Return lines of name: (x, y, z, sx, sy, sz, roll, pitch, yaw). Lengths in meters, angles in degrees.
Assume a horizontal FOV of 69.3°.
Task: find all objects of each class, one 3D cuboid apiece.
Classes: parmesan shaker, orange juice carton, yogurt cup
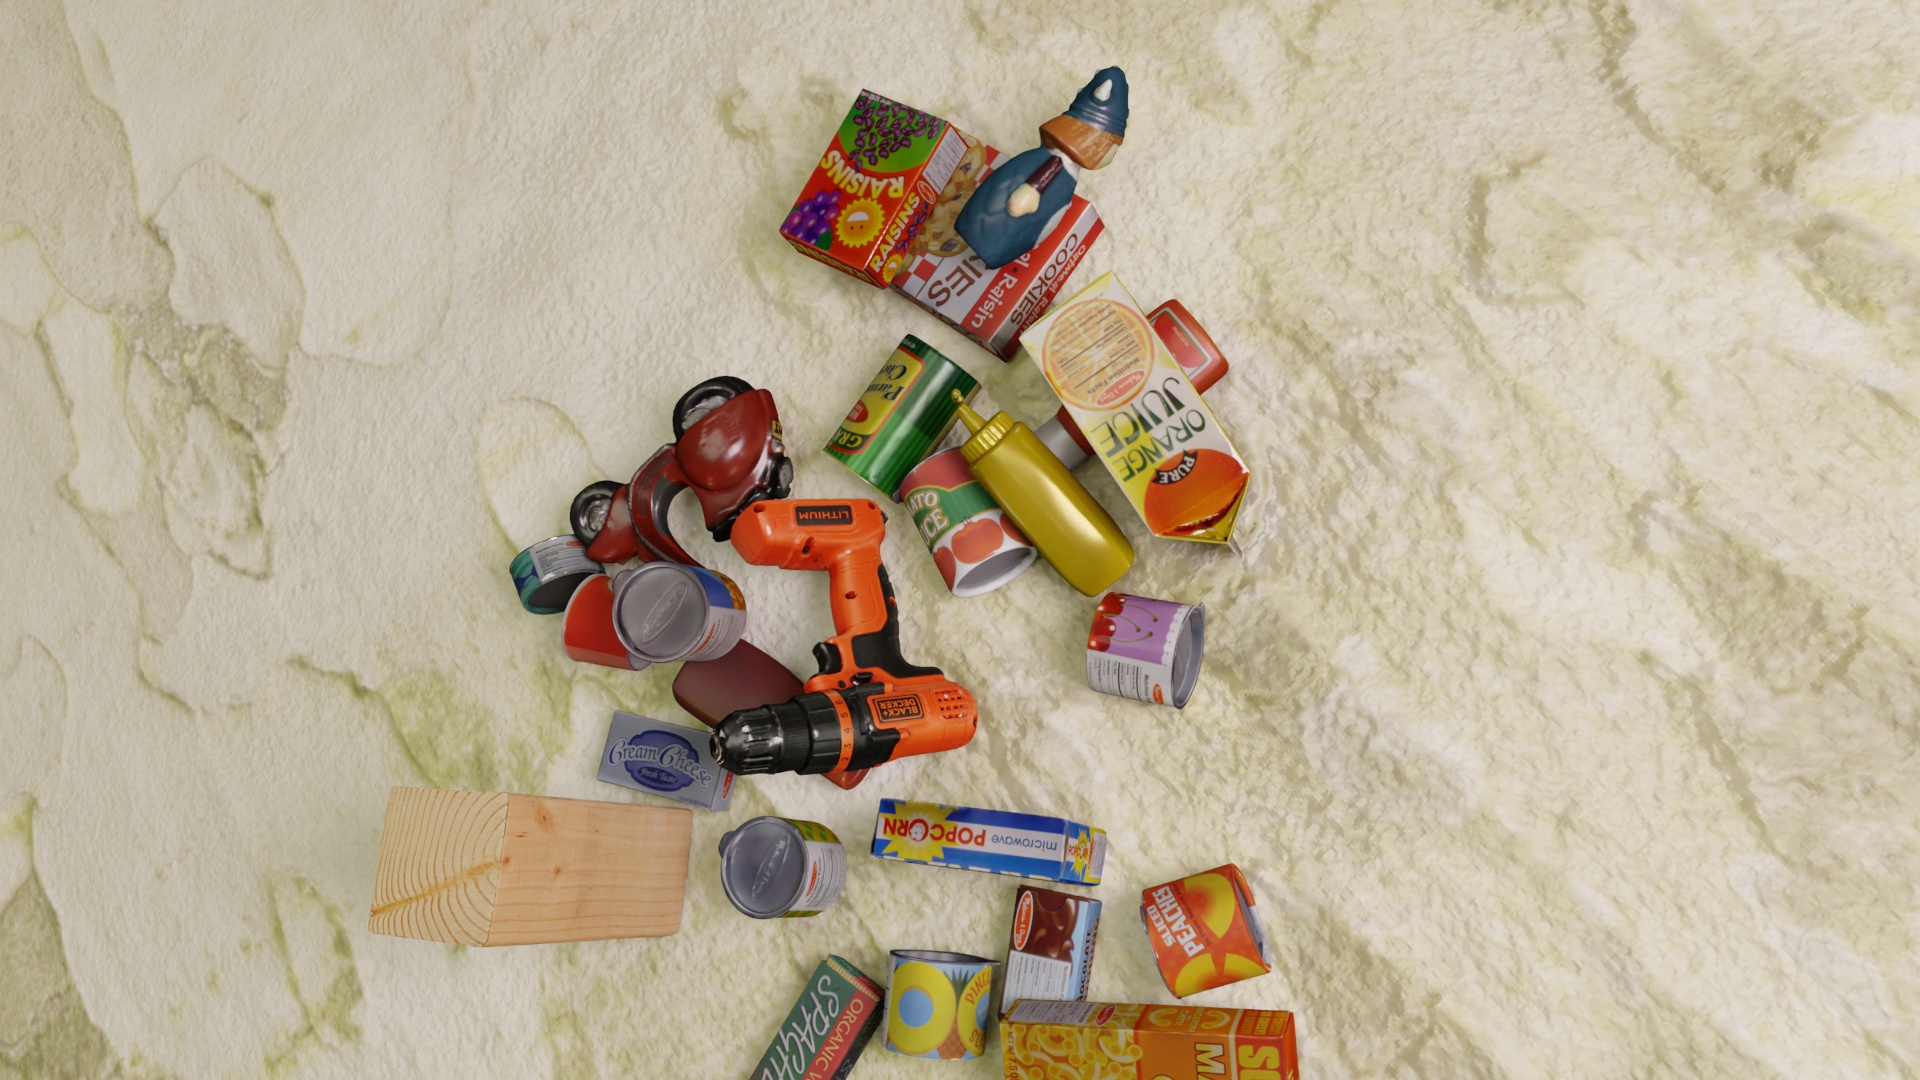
parmesan shaker: (-0.042, -0.087, 0.981, 0.071, 0.071, 0.103, 36, 91, 25)
orange juice carton: (0.122, -0.068, 0.873, 0.073, 0.072, 0.192, -35, 87, 10)
yogurt cup: (-0.253, 0.063, 1.025, 0.054, 0.072, 0.072, 15, 82, 16)

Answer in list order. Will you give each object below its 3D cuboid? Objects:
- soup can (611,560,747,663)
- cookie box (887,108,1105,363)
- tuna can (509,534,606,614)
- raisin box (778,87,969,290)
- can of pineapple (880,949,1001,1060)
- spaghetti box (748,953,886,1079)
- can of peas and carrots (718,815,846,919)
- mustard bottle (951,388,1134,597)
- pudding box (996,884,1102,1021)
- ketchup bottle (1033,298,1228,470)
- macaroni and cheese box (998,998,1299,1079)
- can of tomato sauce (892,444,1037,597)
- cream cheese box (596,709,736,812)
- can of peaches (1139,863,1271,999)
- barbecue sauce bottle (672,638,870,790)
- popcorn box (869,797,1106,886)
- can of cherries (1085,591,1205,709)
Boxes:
soup can: (-0.189, 0.047, 0.936, 0.071, 0.084, 0.071, -1, 85, 8)
cookie box: (0.003, -0.223, 1.012, 0.168, 0.040, 0.123, 36, 91, 26)
tuna can: (-0.305, 0.028, 1.054, 0.071, 0.071, 0.033, -32, 68, 11)
raisin box: (-0.063, -0.253, 1.002, 0.086, 0.040, 0.123, 29, 87, 26)
can of pineapple: (-0.013, 0.289, 0.869, 0.071, 0.071, 0.058, 1, 77, 22)
spaghetti box: (-0.129, 0.390, 0.908, 0.050, 0.028, 0.250, 31, 89, 25)
can of peas and carrots: (-0.120, 0.219, 0.933, 0.071, 0.058, 0.071, -6, 74, 21)
mustard bottle: (0.046, -0.035, 0.900, 0.048, 0.065, 0.160, -41, 95, 13)
pudding box: (0.056, 0.262, 0.869, 0.049, 0.030, 0.084, 5, 78, 24)
ketchup bottle: (0.105, -0.094, 0.936, 0.148, 0.043, 0.065, -38, 73, 9)
macaroni and cheese box: (0.112, 0.335, 0.803, 0.166, 0.040, 0.123, -5, 93, 21)
can of tomato sauce: (0.003, -0.012, 0.940, 0.071, 0.071, 0.083, -33, 68, 11)
cream cheese box: (-0.210, 0.159, 1.004, 0.104, 0.024, 0.053, 9, 80, 23)
can of peaches: (0.145, 0.229, 0.820, 0.058, 0.071, 0.071, -21, 70, 14)
barbecue sauce bottle: (-0.128, 0.122, 0.968, 0.149, 0.043, 0.065, 28, 63, 24)
popcorn box: (0.019, 0.190, 0.872, 0.126, 0.085, 0.038, 2, 76, 22)
can of cherries: (0.118, 0.067, 0.878, 0.058, 0.071, 0.071, 9, 80, 24)
